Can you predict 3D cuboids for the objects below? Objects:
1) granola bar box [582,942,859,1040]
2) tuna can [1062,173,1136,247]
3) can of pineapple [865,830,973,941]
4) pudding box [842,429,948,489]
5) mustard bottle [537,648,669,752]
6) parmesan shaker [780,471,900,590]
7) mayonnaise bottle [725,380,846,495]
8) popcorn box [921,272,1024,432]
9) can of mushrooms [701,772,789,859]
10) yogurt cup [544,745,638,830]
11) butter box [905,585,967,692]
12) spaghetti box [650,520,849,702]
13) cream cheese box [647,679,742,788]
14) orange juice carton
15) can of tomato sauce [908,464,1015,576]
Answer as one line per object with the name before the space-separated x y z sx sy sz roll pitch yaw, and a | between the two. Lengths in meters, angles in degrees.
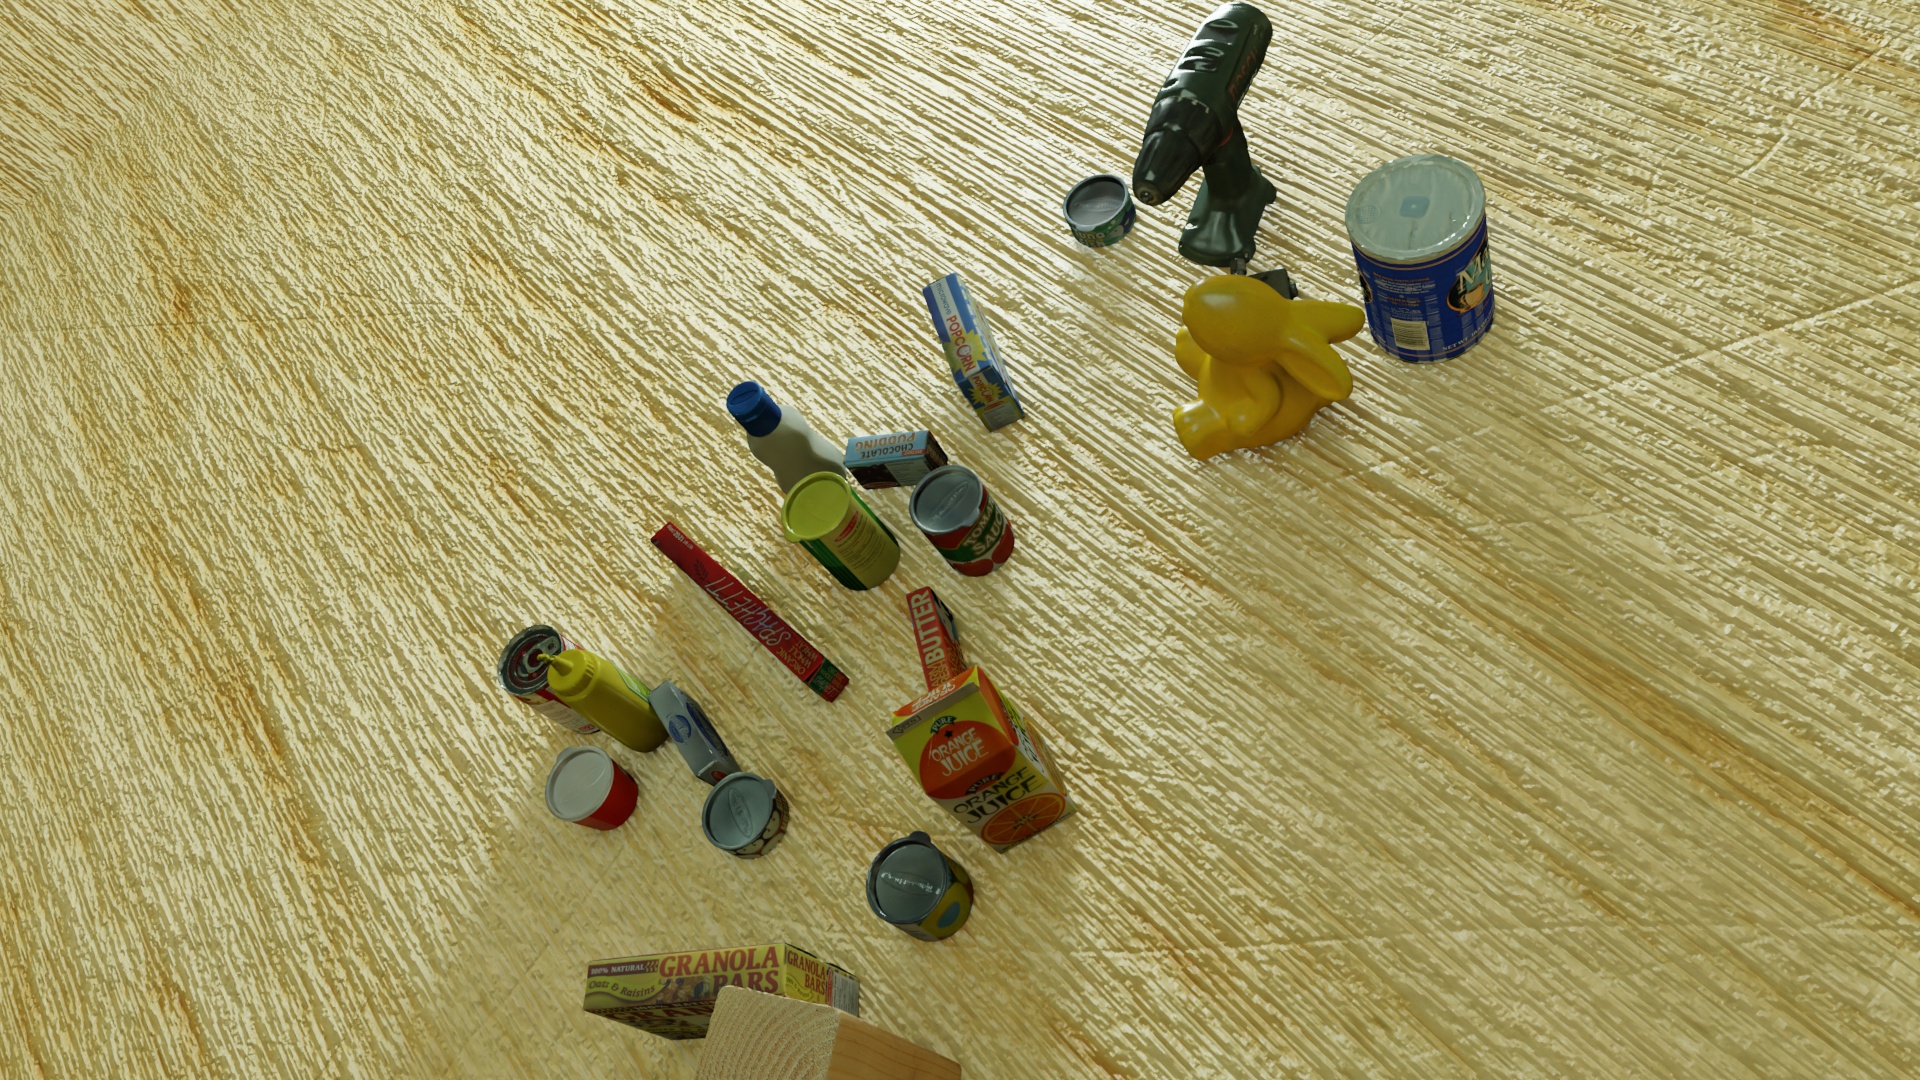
granola bar box | -0.175 0.337 1.033 0.165 0.124 0.039 -11 58 19
tuna can | 0.133 -0.314 1.333 0.071 0.032 0.071 -11 58 18
can of pineapple | -0.029 0.263 1.052 0.071 0.057 0.071 -11 58 18
pudding box | -0.059 -0.073 1.268 0.083 0.049 0.030 -5 60 22
mustard bottle | -0.308 0.130 1.193 0.049 0.159 0.065 -45 54 -5
parmesan shaker | -0.106 -0.004 1.215 0.071 0.102 0.071 -11 58 19
mayonnaise bottle | -0.161 -0.091 1.263 0.064 0.147 0.041 -23 55 11
popcorn box | 0.011 -0.173 1.273 0.038 0.085 0.127 -25 54 9
can of mushrooms | -0.176 0.228 1.154 0.071 0.033 0.071 -11 58 18
yogurt cup | -0.319 0.219 1.211 0.072 0.053 0.073 -11 58 18
butter box | -0.016 0.093 1.149 0.024 0.053 0.104 -23 55 11
spaghetti box | -0.192 0.061 1.249 0.250 0.050 0.029 36 81 35
cream cheese box | -0.228 0.170 1.199 0.024 0.053 0.104 -41 54 -2
orange juice carton | 0.013 0.156 1.012 0.072 0.192 0.073 -30 54 6
can of tomato sauce | 0.004 -0.015 1.185 0.071 0.083 0.071 -11 58 19
